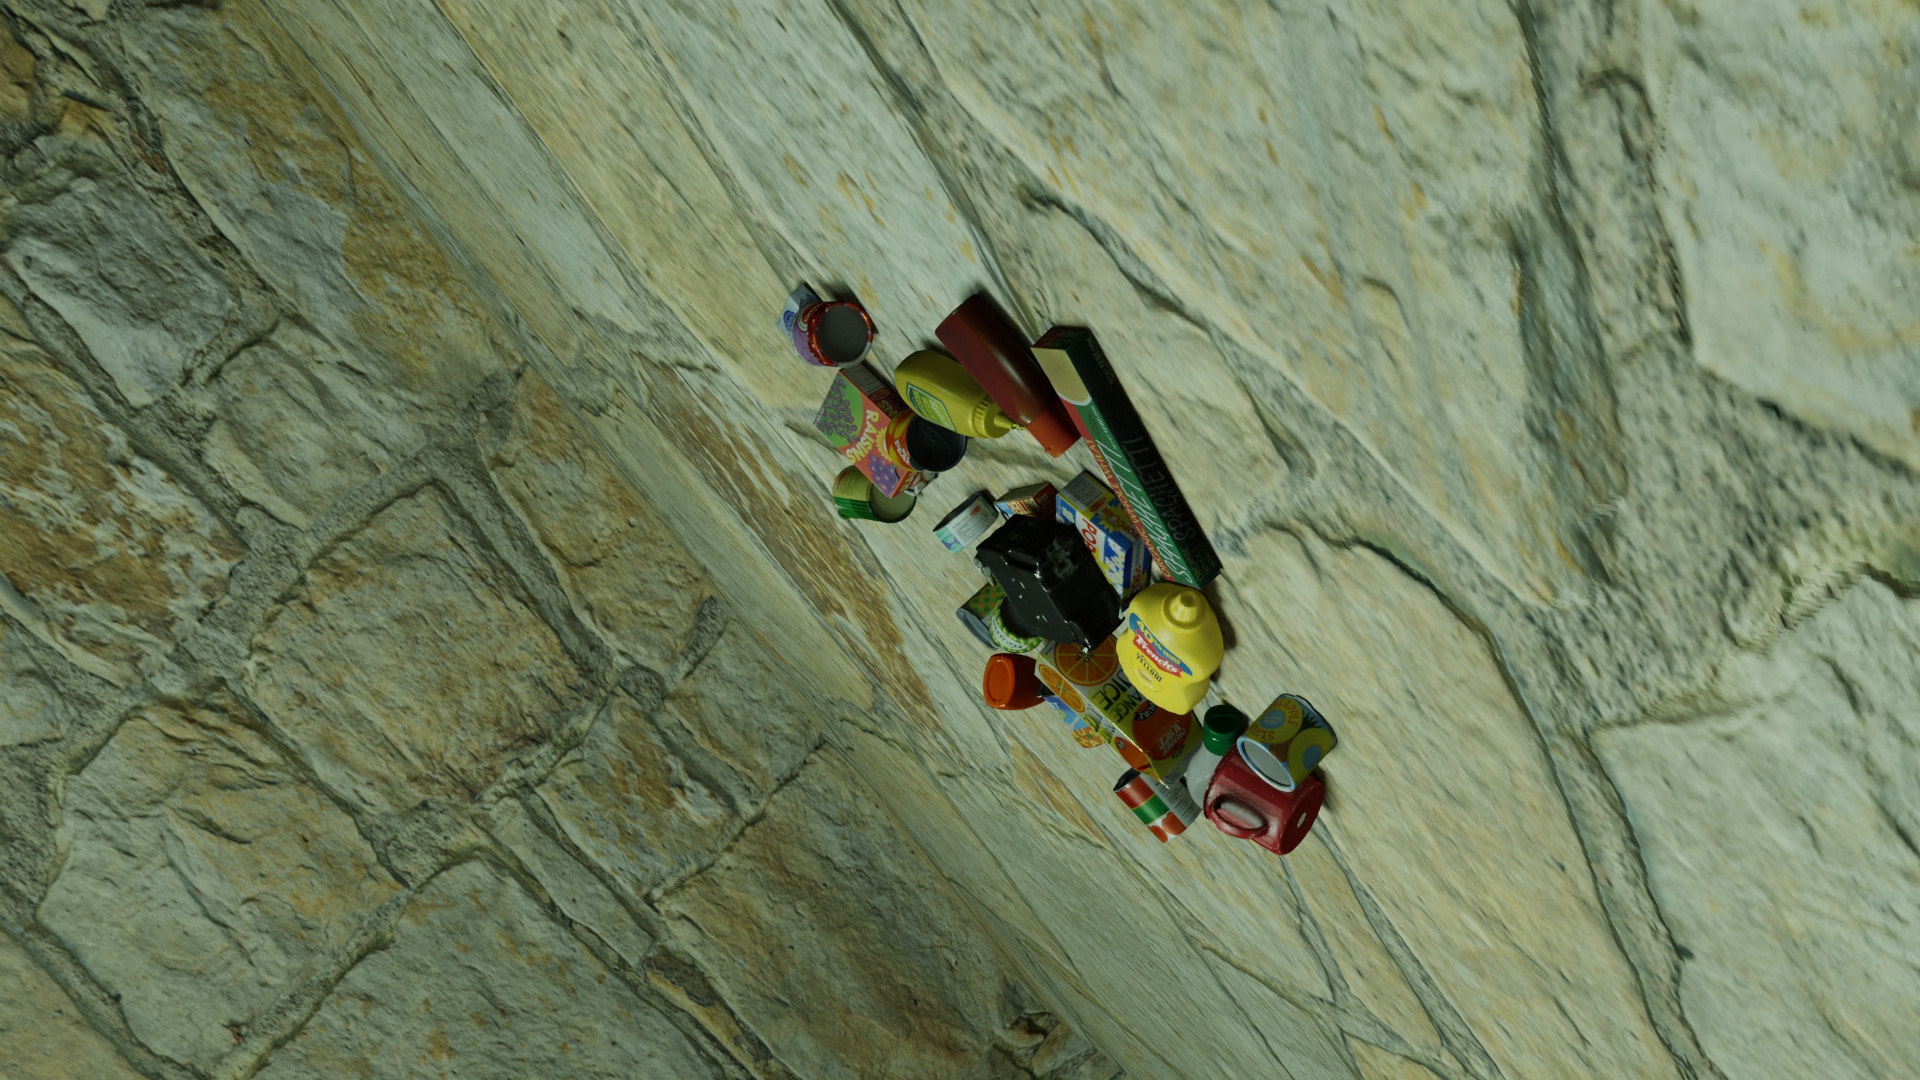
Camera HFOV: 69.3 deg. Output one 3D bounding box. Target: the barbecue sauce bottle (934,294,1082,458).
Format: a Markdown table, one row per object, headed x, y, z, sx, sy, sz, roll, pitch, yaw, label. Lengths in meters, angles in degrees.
| x | y | z | sx | sy | sz | roll | pitch | yaw | label |
| --- | --- | --- | --- | --- | --- | --- | --- | --- | --- |
| 0.043 | -0.135 | 1.162 | 0.148 | 0.044 | 0.064 | 48 | 163 | -4 | barbecue sauce bottle |

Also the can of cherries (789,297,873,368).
| x | y | z | sx | sy | sz | roll | pitch | yaw | label |
| --- | --- | --- | --- | --- | --- | --- | --- | --- | --- |
| -0.129 | -0.207 | 1.376 | 0.071 | 0.072 | 0.058 | 56 | 160 | -25 | can of cherries |

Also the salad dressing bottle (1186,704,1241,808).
| x | y | z | sx | sy | sz | roll | pitch | yaw | label |
| --- | --- | --- | --- | --- | --- | --- | --- | --- | --- |
| 0.259 | 0.219 | 1.388 | 0.146 | 0.064 | 0.044 | 82 | -174 | -49 | salad dressing bottle |

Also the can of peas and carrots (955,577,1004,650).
| x | y | z | sx | sy | sz | roll | pitch | yaw | label |
| --- | --- | --- | --- | --- | --- | --- | --- | --- | --- |
| 0.038 | 0.084 | 1.614 | 0.071 | 0.059 | 0.070 | 43 | 162 | 18 | can of peas and carrots |

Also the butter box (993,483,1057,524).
| x | y | z | sx | sy | sz | roll | pitch | yaw | label |
| --- | --- | --- | --- | --- | --- | --- | --- | --- | --- |
| 0.073 | -0.026 | 1.354 | 0.053 | 0.024 | 0.103 | 52 | 162 | -11 | butter box |

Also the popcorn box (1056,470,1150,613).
| x | y | z | sx | sy | sz | roll | pitch | yaw | label |
| --- | --- | --- | --- | --- | --- | --- | --- | --- | --- |
| 0.129 | 0.003 | 1.258 | 0.085 | 0.038 | 0.126 | 41 | 161 | 23 | popcorn box |

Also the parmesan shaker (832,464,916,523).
| x | y | z | sx | sy | sz | roll | pitch | yaw | label |
| --- | --- | --- | --- | --- | --- | --- | --- | --- | --- |
| -0.102 | -0.053 | 1.634 | 0.071 | 0.071 | 0.103 | 55 | 161 | -20 | parmesan shaker |

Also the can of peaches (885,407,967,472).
| x | y | z | sx | sy | sz | roll | pitch | yaw | label |
| --- | --- | --- | --- | --- | --- | --- | --- | --- | --- |
| -0.036 | -0.099 | 1.380 | 0.071 | 0.071 | 0.058 | 54 | 162 | -18 | can of peaches |

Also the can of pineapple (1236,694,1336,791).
| x | y | z | sx | sy | sz | roll | pitch | yaw | label |
| --- | --- | --- | --- | --- | --- | --- | --- | --- | --- |
| 0.287 | 0.178 | 1.227 | 0.071 | 0.058 | 0.070 | 42 | 162 | 18 | can of pineapple |

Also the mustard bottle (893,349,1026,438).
| x | y | z | sx | sy | sz | roll | pitch | yaw | label |
| --- | --- | --- | --- | --- | --- | --- | --- | --- | --- |
| 0.004 | -0.126 | 1.262 | 0.160 | 0.049 | 0.065 | 30 | 157 | 45 | mustard bottle |

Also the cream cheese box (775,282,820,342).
| x | y | z | sx | sy | sz | roll | pitch | yaw | label |
| --- | --- | --- | --- | --- | --- | --- | --- | --- | --- |
| -0.164 | -0.232 | 1.477 | 0.053 | 0.024 | 0.103 | 48 | 163 | -4 | cream cheese box |

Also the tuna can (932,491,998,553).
| x | y | z | sx | sy | sz | roll | pitch | yaw | label |
| --- | --- | --- | --- | --- | --- | --- | --- | --- | --- |
| 0.005 | -0.018 | 1.462 | 0.033 | 0.071 | 0.071 | 50 | 162 | -7 | tuna can |

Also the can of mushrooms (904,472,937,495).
| x | y | z | sx | sy | sz | roll | pitch | yaw | label |
| --- | --- | --- | --- | --- | --- | --- | --- | --- | --- |
| -0.060 | -0.085 | 1.529 | 0.071 | 0.033 | 0.070 | 43 | 162 | 17 | can of mushrooms |

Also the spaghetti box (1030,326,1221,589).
| x | y | z | sx | sy | sz | roll | pitch | yaw | label |
| --- | --- | --- | --- | --- | --- | --- | --- | --- | --- |
| 0.137 | -0.062 | 1.119 | 0.249 | 0.029 | 0.050 | 57 | 161 | -25 | spaghetti box |

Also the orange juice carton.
| x | y | z | sx | sy | sz | roll | pitch | yaw | label |
| --- | --- | --- | --- | --- | --- | --- | --- | --- | --- |
| 0.172 | 0.171 | 1.462 | 0.193 | 0.072 | 0.072 | 43 | 162 | 17 | orange juice carton |

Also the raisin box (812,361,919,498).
| x | y | z | sx | sy | sz | roll | pitch | yaw | label |
| --- | --- | --- | --- | --- | --- | --- | --- | --- | --- |
| -0.090 | -0.117 | 1.467 | 0.123 | 0.040 | 0.085 | 44 | 133 | 12 | raisin box |

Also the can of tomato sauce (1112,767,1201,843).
| x | y | z | sx | sy | sz | roll | pitch | yaw | label |
| --- | --- | --- | --- | --- | --- | --- | --- | --- | --- |
| 0.228 | 0.298 | 1.608 | 0.083 | 0.071 | 0.071 | 47 | 162 | 2 | can of tomato sauce |

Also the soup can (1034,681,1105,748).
| x | y | z | sx | sy | sz | roll | pitch | yaw | label |
| --- | --- | --- | --- | --- | --- | --- | --- | --- | --- |
| 0.137 | 0.185 | 1.577 | 0.083 | 0.071 | 0.071 | 54 | 161 | -19 | soup can |

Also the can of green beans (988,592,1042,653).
| x | y | z | sx | sy | sz | roll | pitch | yaw | label |
| --- | --- | --- | --- | --- | --- | --- | --- | --- | --- |
| 0.068 | 0.087 | 1.537 | 0.071 | 0.071 | 0.057 | 46 | 162 | 8 | can of green beans |

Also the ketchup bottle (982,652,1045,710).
| x | y | z | sx | sy | sz | roll | pitch | yaw | label |
| --- | --- | --- | --- | --- | --- | --- | --- | --- | --- |
| 0.079 | 0.165 | 1.608 | 0.043 | 0.064 | 0.149 | 4 | 175 | 30 | ketchup bottle |
